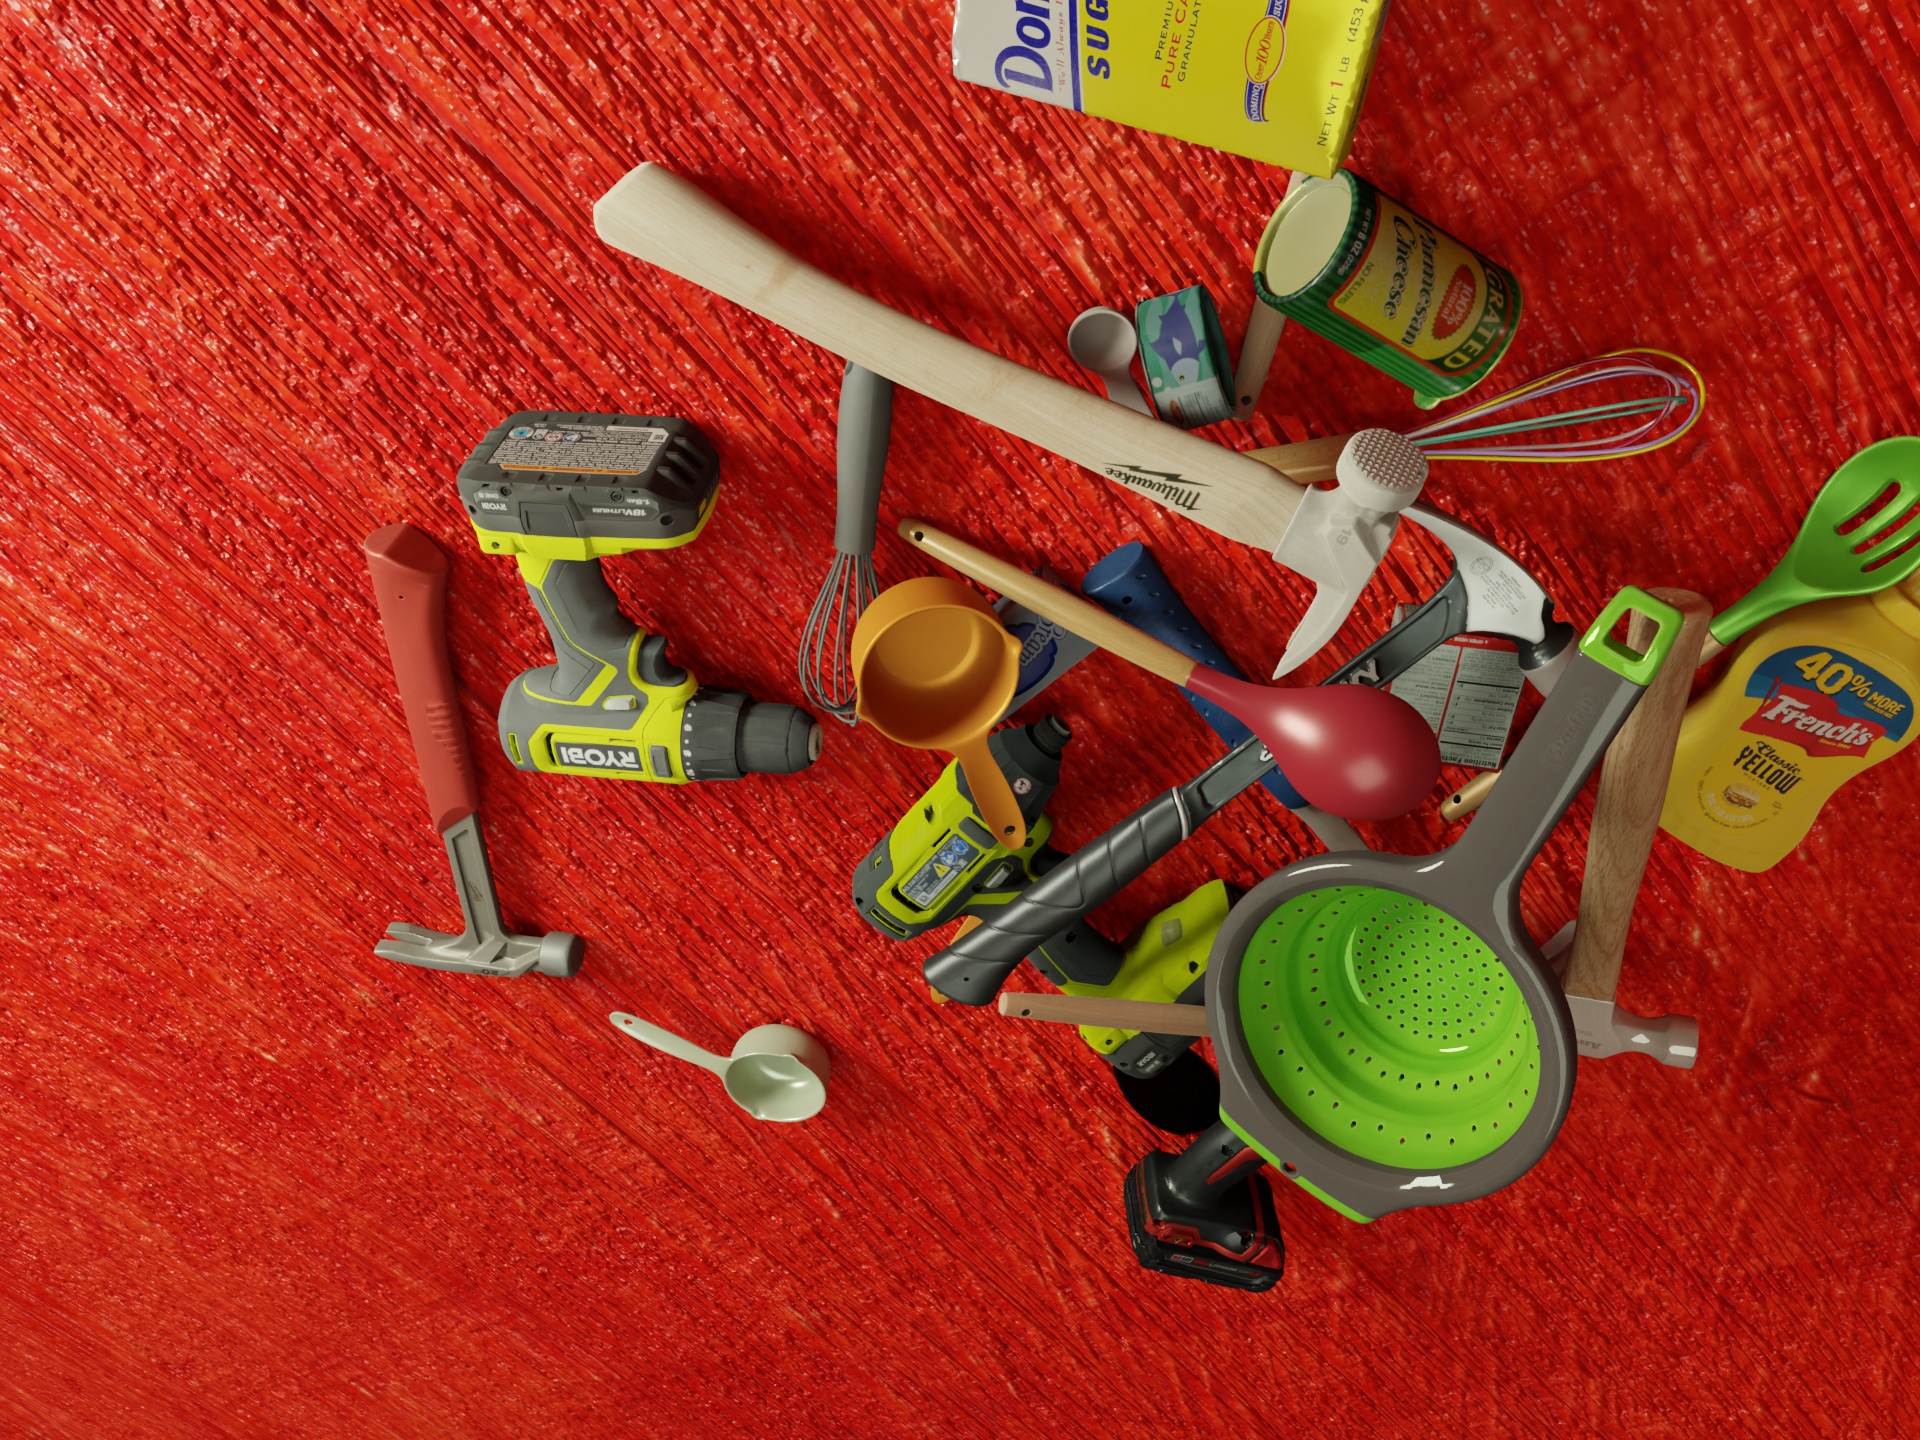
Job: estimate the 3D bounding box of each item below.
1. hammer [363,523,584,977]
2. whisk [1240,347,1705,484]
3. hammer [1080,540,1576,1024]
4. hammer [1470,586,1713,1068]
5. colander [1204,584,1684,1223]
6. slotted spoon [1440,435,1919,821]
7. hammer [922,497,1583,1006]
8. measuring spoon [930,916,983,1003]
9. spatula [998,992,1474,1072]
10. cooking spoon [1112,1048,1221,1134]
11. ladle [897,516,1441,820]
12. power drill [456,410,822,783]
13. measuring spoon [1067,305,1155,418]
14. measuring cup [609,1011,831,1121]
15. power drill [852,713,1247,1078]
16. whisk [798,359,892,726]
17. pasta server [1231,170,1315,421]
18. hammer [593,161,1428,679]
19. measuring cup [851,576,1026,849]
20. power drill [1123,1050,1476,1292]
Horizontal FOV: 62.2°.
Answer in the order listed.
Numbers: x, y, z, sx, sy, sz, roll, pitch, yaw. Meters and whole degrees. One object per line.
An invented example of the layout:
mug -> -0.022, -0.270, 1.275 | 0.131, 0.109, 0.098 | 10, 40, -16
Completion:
hammer -> -0.342, 0.033, 1.035 | 0.149, 0.037, 0.358 | 6, 129, 7
whisk -> 0.234, -0.141, 0.786 | 0.245, 0.051, 0.047 | -7, 105, 21
hammer -> 0.214, 0.049, 0.935 | 0.144, 0.035, 0.405 | -29, 117, 29
hammer -> 0.352, 0.068, 0.857 | 0.130, 0.031, 0.331 | 7, 132, 18
colander -> 0.275, 0.094, 0.854 | 0.205, 0.094, 0.396 | 35, 123, 21
slotted spoon -> 0.372, -0.032, 0.830 | 0.031, 0.070, 0.313 | 17, 136, -32
hammer -> 0.133, 0.036, 0.874 | 0.409, 0.036, 0.149 | -39, 102, 22
measuring spoon -> 0.001, 0.157, 1.077 | 0.021, 0.011, 0.116 | 20, 128, -4
spatula -> 0.173, 0.182, 0.958 | 0.315, 0.018, 0.059 | 8, 116, -18
cooking spoon -> 0.087, 0.184, 1.076 | 0.069, 0.017, 0.318 | -25, 119, 24
ladle -> 0.099, -0.037, 0.830 | 0.315, 0.031, 0.069 | 29, 106, 18
power drill -> -0.181, -0.056, 0.909 | 0.190, 0.080, 0.228 | 4, 131, 8
measuring spoon -> 0.089, -0.161, 0.815 | 0.034, 0.018, 0.124 | -14, 130, 21
measuring cup -> -0.173, 0.237, 1.159 | 0.167, 0.038, 0.083 | 24, 128, -5
power drill -> 0.069, 0.107, 0.975 | 0.223, 0.080, 0.171 | 36, 114, -16
whisk -> -0.057, -0.099, 0.872 | 0.055, 0.055, 0.238 | 10, 124, 4
pasta server -> 0.165, -0.273, 0.704 | 0.060, 0.040, 0.316 | 13, 133, 2
hammer -> 0.007, -0.156, 0.765 | 0.410, 0.038, 0.146 | 27, 145, 8
measuring cup -> -0.001, -0.003, 0.887 | 0.095, 0.052, 0.173 | -24, 124, 2
power drill -> 0.233, 0.300, 1.098 | 0.187, 0.080, 0.226 | 17, 126, -16
